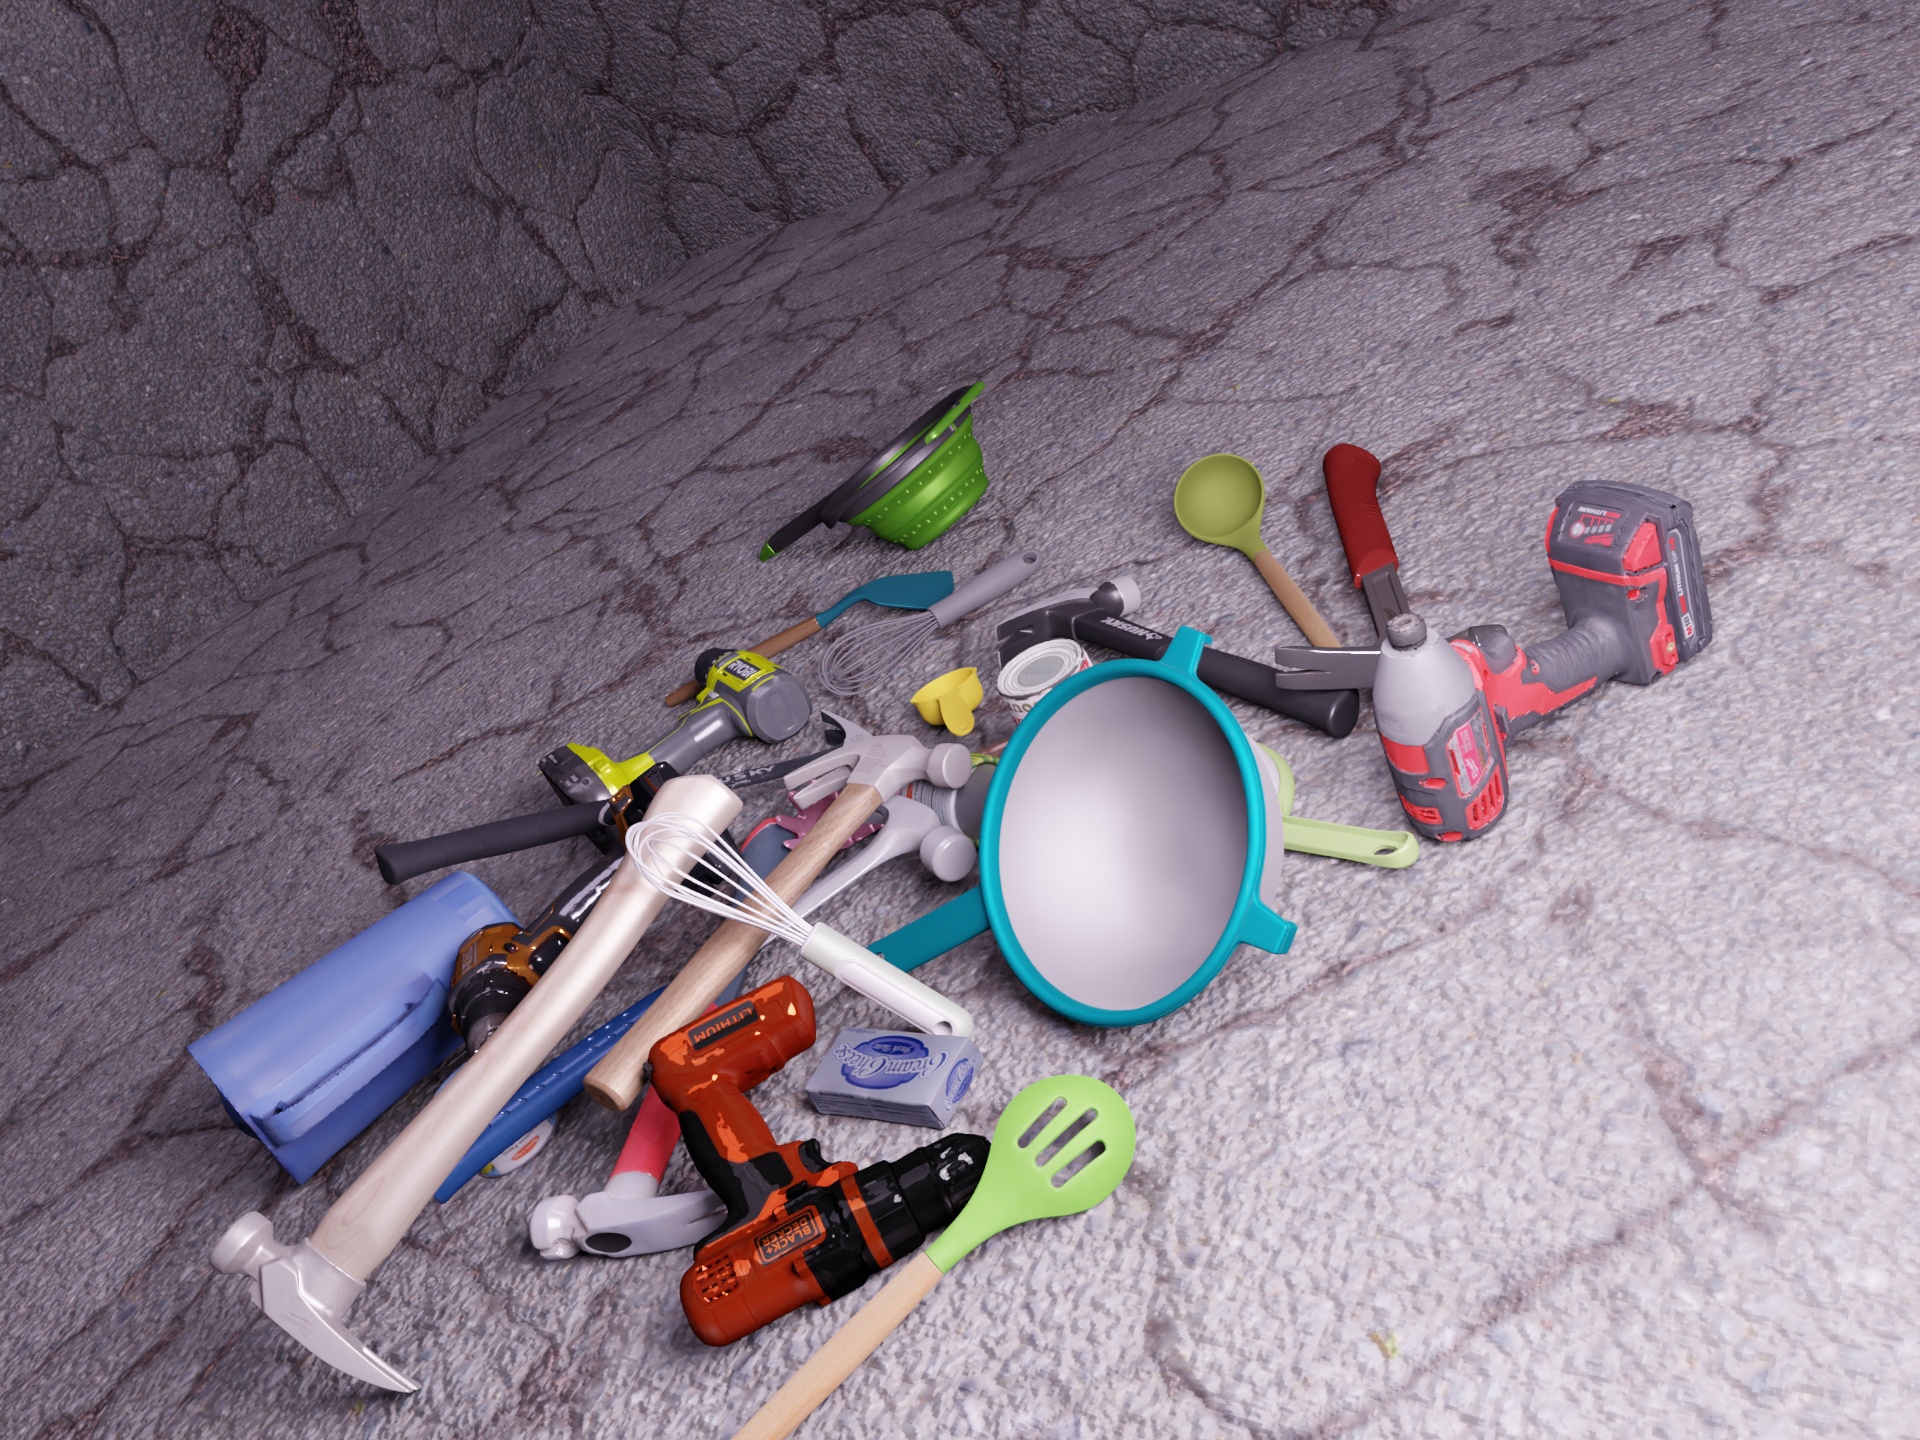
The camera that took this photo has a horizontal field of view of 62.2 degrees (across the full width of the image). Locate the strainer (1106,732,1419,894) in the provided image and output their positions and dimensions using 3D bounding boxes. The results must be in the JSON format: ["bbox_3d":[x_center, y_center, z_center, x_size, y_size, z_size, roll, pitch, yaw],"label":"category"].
[{"bbox_3d":[0.170,0.046,1.002,0.151,0.069,0.256,-44,30,-26],"label":"strainer"}]

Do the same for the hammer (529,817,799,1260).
[{"bbox_3d":[-0.161,0.196,1.096,0.143,0.038,0.387,-15,31,22],"label":"hammer"}]

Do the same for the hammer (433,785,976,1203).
[{"bbox_3d":[-0.183,0.177,1.069,0.405,0.035,0.144,-35,30,-16],"label":"hammer"}]

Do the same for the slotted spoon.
[{"bbox_3d":[-0.031,0.296,0.808,0.314,0.031,0.070,-41,71,-13],"label":"slotted spoon"}]

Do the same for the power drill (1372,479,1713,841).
[{"bbox_3d":[0.330,-0.043,0.926,0.219,0.143,0.079,-36,30,-17],"label":"power drill"}]

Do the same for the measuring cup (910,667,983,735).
[{"bbox_3d":[-0.002,-0.004,1.267,0.062,0.029,0.157,-27,19,1],"label":"measuring cup"}]

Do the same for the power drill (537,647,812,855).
[{"bbox_3d":[-0.265,0.013,1.461,0.228,0.080,0.191,-35,28,-17],"label":"power drill"}]

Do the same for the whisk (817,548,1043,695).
[{"bbox_3d":[-0.025,-0.095,1.450,0.239,0.055,0.055,-31,27,-13],"label":"whisk"}]

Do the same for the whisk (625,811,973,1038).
[{"bbox_3d":[-0.099,0.131,0.979,0.057,0.246,0.059,-60,-2,24],"label":"whisk"}]

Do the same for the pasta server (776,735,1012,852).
[{"bbox_3d":[0.011,0.030,1.214,0.316,0.040,0.060,-23,65,7],"label":"pasta server"}]

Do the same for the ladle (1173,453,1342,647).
[{"bbox_3d":[0.238,-0.125,1.242,0.078,0.062,0.320,-33,29,10],"label":"ladle"}]

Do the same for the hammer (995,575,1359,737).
[{"bbox_3d":[0.161,-0.045,1.172,0.146,0.035,0.335,-20,25,-27],"label":"hammer"}]

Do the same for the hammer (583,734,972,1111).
[{"bbox_3d":[-0.129,0.122,1.047,0.130,0.031,0.331,4,41,41],"label":"hammer"}]

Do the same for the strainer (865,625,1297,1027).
[{"bbox_3d":[0.073,0.101,0.978,0.340,0.095,0.211,-33,59,39],"label":"strainer"}]

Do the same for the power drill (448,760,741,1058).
[{"bbox_3d":[-0.262,0.141,1.108,0.226,0.084,0.185,-42,18,-5],"label":"power drill"}]

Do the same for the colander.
[{"bbox_3d":[-0.087,-0.220,1.691,0.397,0.094,0.204,-24,22,50],"label":"colander"}]

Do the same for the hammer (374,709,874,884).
[{"bbox_3d":[-0.263,0.066,1.284,0.409,0.036,0.149,-13,21,-10],"label":"hammer"}]

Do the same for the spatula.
[{"bbox_3d":[-0.154,-0.077,1.565,0.317,0.044,0.082,-26,28,17],"label":"spatula"}]

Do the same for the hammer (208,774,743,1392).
[{"bbox_3d":[-0.268,0.207,0.992,0.411,0.146,0.038,-52,-6,-16],"label":"hammer"}]

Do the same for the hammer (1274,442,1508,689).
[{"bbox_3d":[0.294,-0.124,1.179,0.149,0.036,0.359,-4,30,8],"label":"hammer"}]
